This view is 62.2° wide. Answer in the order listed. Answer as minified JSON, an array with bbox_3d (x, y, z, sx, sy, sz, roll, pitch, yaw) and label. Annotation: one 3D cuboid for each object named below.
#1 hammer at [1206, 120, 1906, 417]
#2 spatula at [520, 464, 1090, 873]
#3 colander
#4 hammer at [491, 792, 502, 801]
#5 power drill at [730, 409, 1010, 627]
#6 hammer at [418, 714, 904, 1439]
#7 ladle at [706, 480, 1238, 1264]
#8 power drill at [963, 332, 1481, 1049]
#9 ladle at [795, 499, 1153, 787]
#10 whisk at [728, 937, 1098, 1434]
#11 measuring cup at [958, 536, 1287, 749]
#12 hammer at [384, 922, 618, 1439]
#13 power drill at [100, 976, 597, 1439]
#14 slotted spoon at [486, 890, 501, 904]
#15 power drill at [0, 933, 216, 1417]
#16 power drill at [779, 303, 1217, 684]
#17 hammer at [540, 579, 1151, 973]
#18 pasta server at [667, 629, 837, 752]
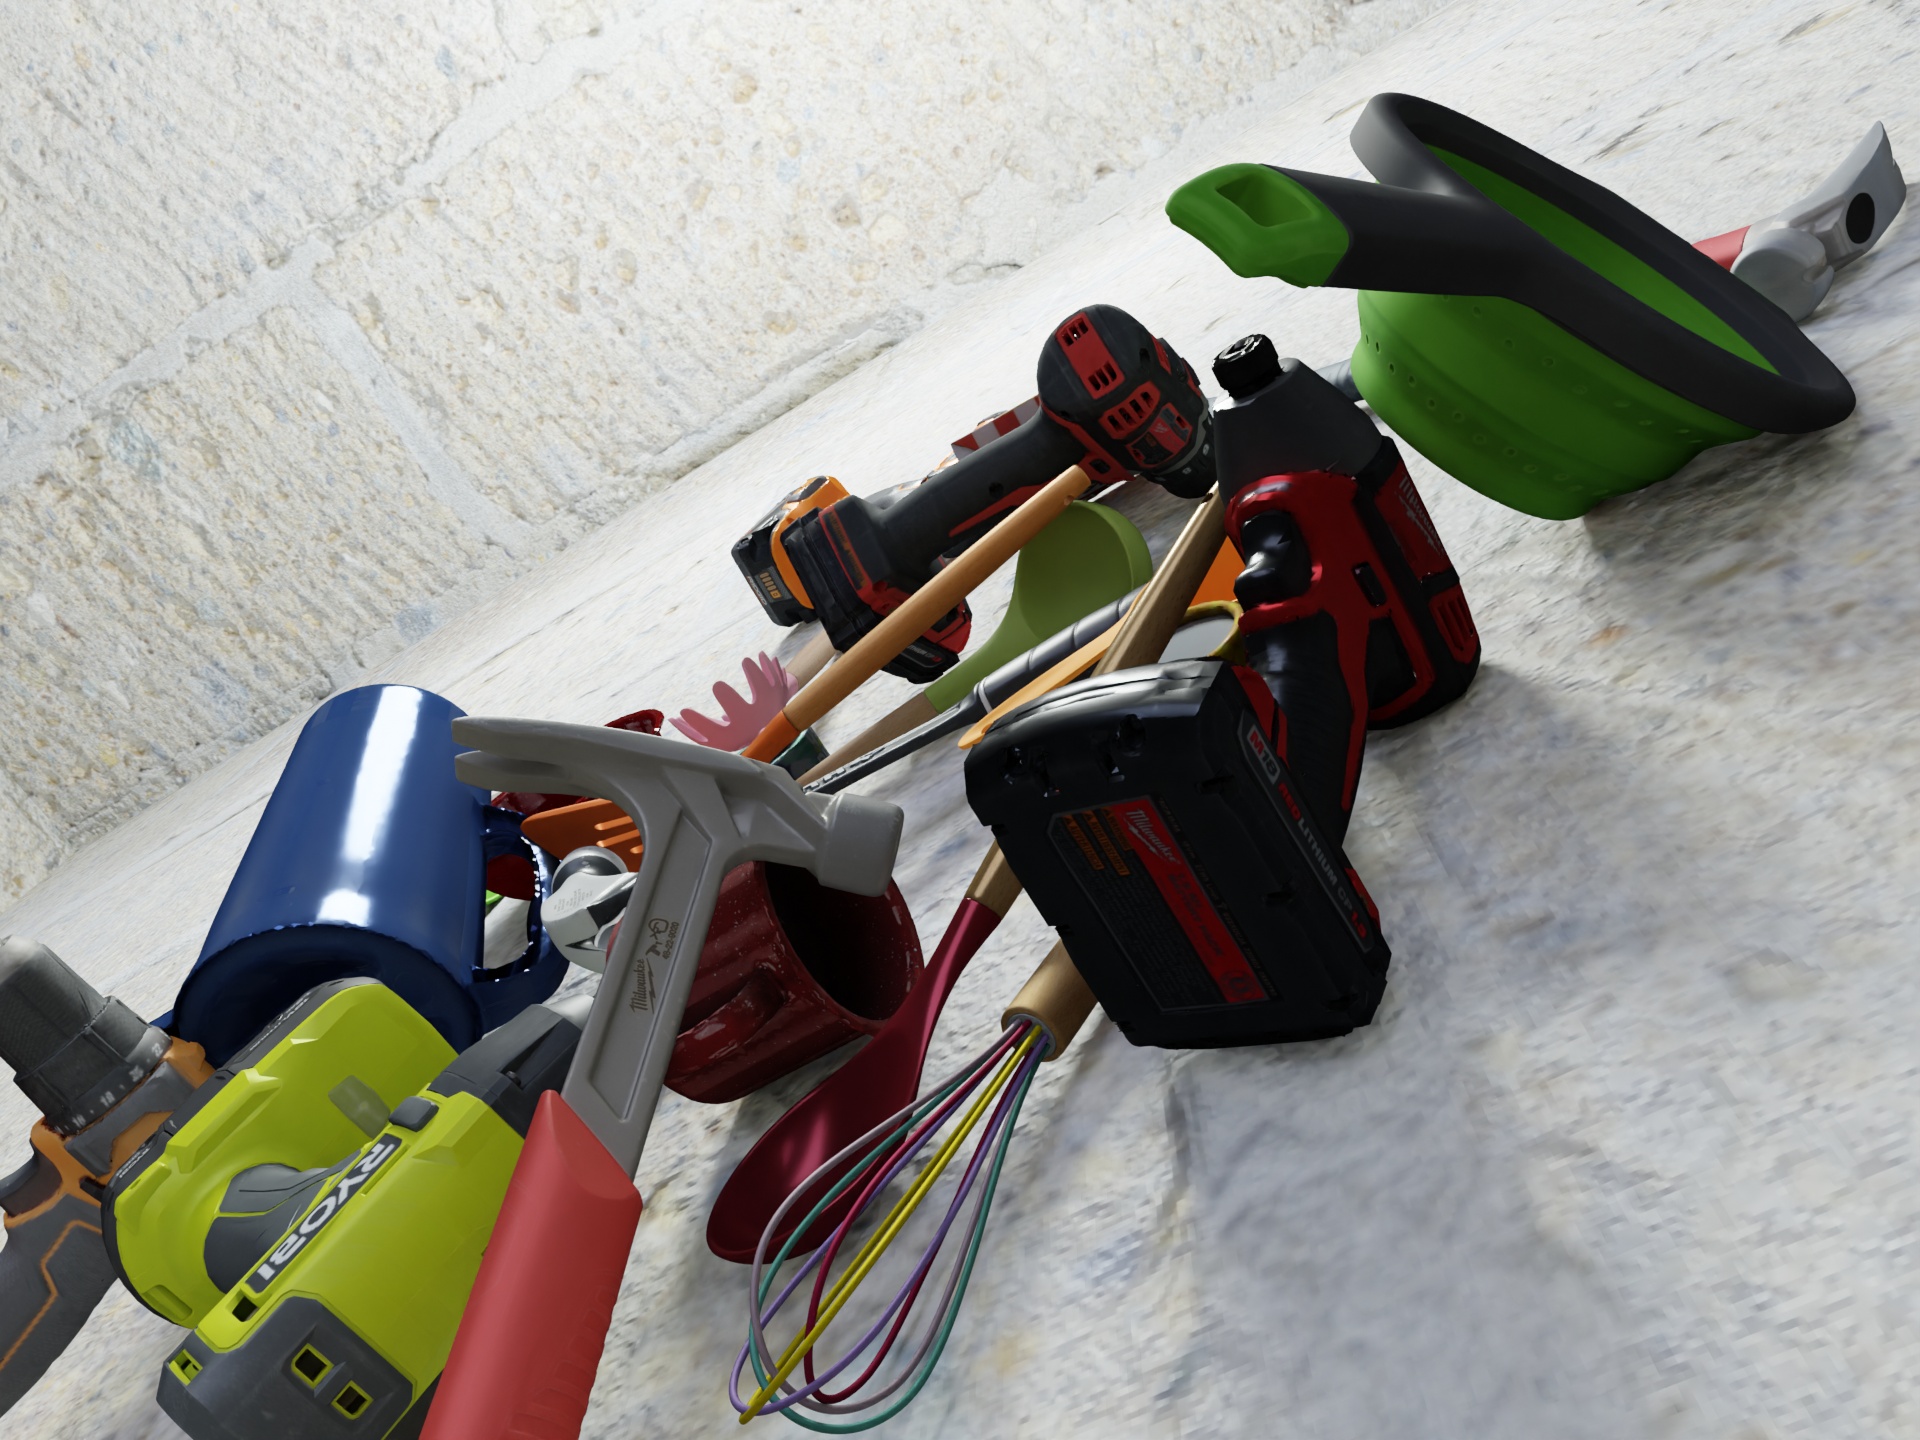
[{"bbox_3d":[0.274,-0.205,0.831,0.143,0.038,0.386,-43,20,-31],"label":"hammer"},{"bbox_3d":[-0.068,-0.021,0.779,0.322,0.080,0.041,-40,53,2],"label":"spatula"},{"bbox_3d":[0.166,-0.127,0.539,0.397,0.205,0.094,-17,-34,-49],"label":"colander"},{"bbox_3d":[-0.402,0.151,1.060,0.130,0.031,0.331,-13,27,46],"label":"hammer"},{"bbox_3d":[-0.056,-0.142,1.165,0.226,0.084,0.164,-15,25,35],"label":"power drill"},{"bbox_3d":[-0.113,0.139,0.401,0.149,0.036,0.359,11,44,-1],"label":"hammer"},{"bbox_3d":[0.019,0.040,0.522,0.315,0.031,0.069,-57,25,-18],"label":"ladle"},{"bbox_3d":[0.093,-0.019,0.485,0.078,0.143,0.220,-15,27,38],"label":"power drill"},{"bbox_3d":[-0.040,0.003,0.796,0.320,0.078,0.062,-36,-23,4],"label":"ladle"},{"bbox_3d":[0.013,0.104,0.459,0.051,0.047,0.245,16,38,25],"label":"whisk"},{"bbox_3d":[0.083,-0.019,0.650,0.173,0.052,0.095,-33,18,6],"label":"measuring cup"},{"bbox_3d":[-0.150,0.162,0.600,0.128,0.033,0.331,-25,20,28],"label":"hammer"},{"bbox_3d":[-0.198,0.151,0.537,0.223,0.080,0.171,-10,34,53],"label":"power drill"},{"bbox_3d":[-0.324,0.147,0.929,0.314,0.070,0.031,-91,18,-65],"label":"slotted spoon"},{"bbox_3d":[-0.411,0.216,0.662,0.226,0.185,0.084,-41,21,-14],"label":"power drill"},{"bbox_3d":[0.038,-0.116,0.862,0.226,0.080,0.187,-35,-23,16],"label":"power drill"},{"bbox_3d":[-0.001,-0.002,0.707,0.409,0.036,0.149,-28,10,-5],"label":"hammer"},{"bbox_3d":[-0.103,-0.033,0.952,0.060,0.040,0.316,-37,7,13],"label":"pasta server"}]
